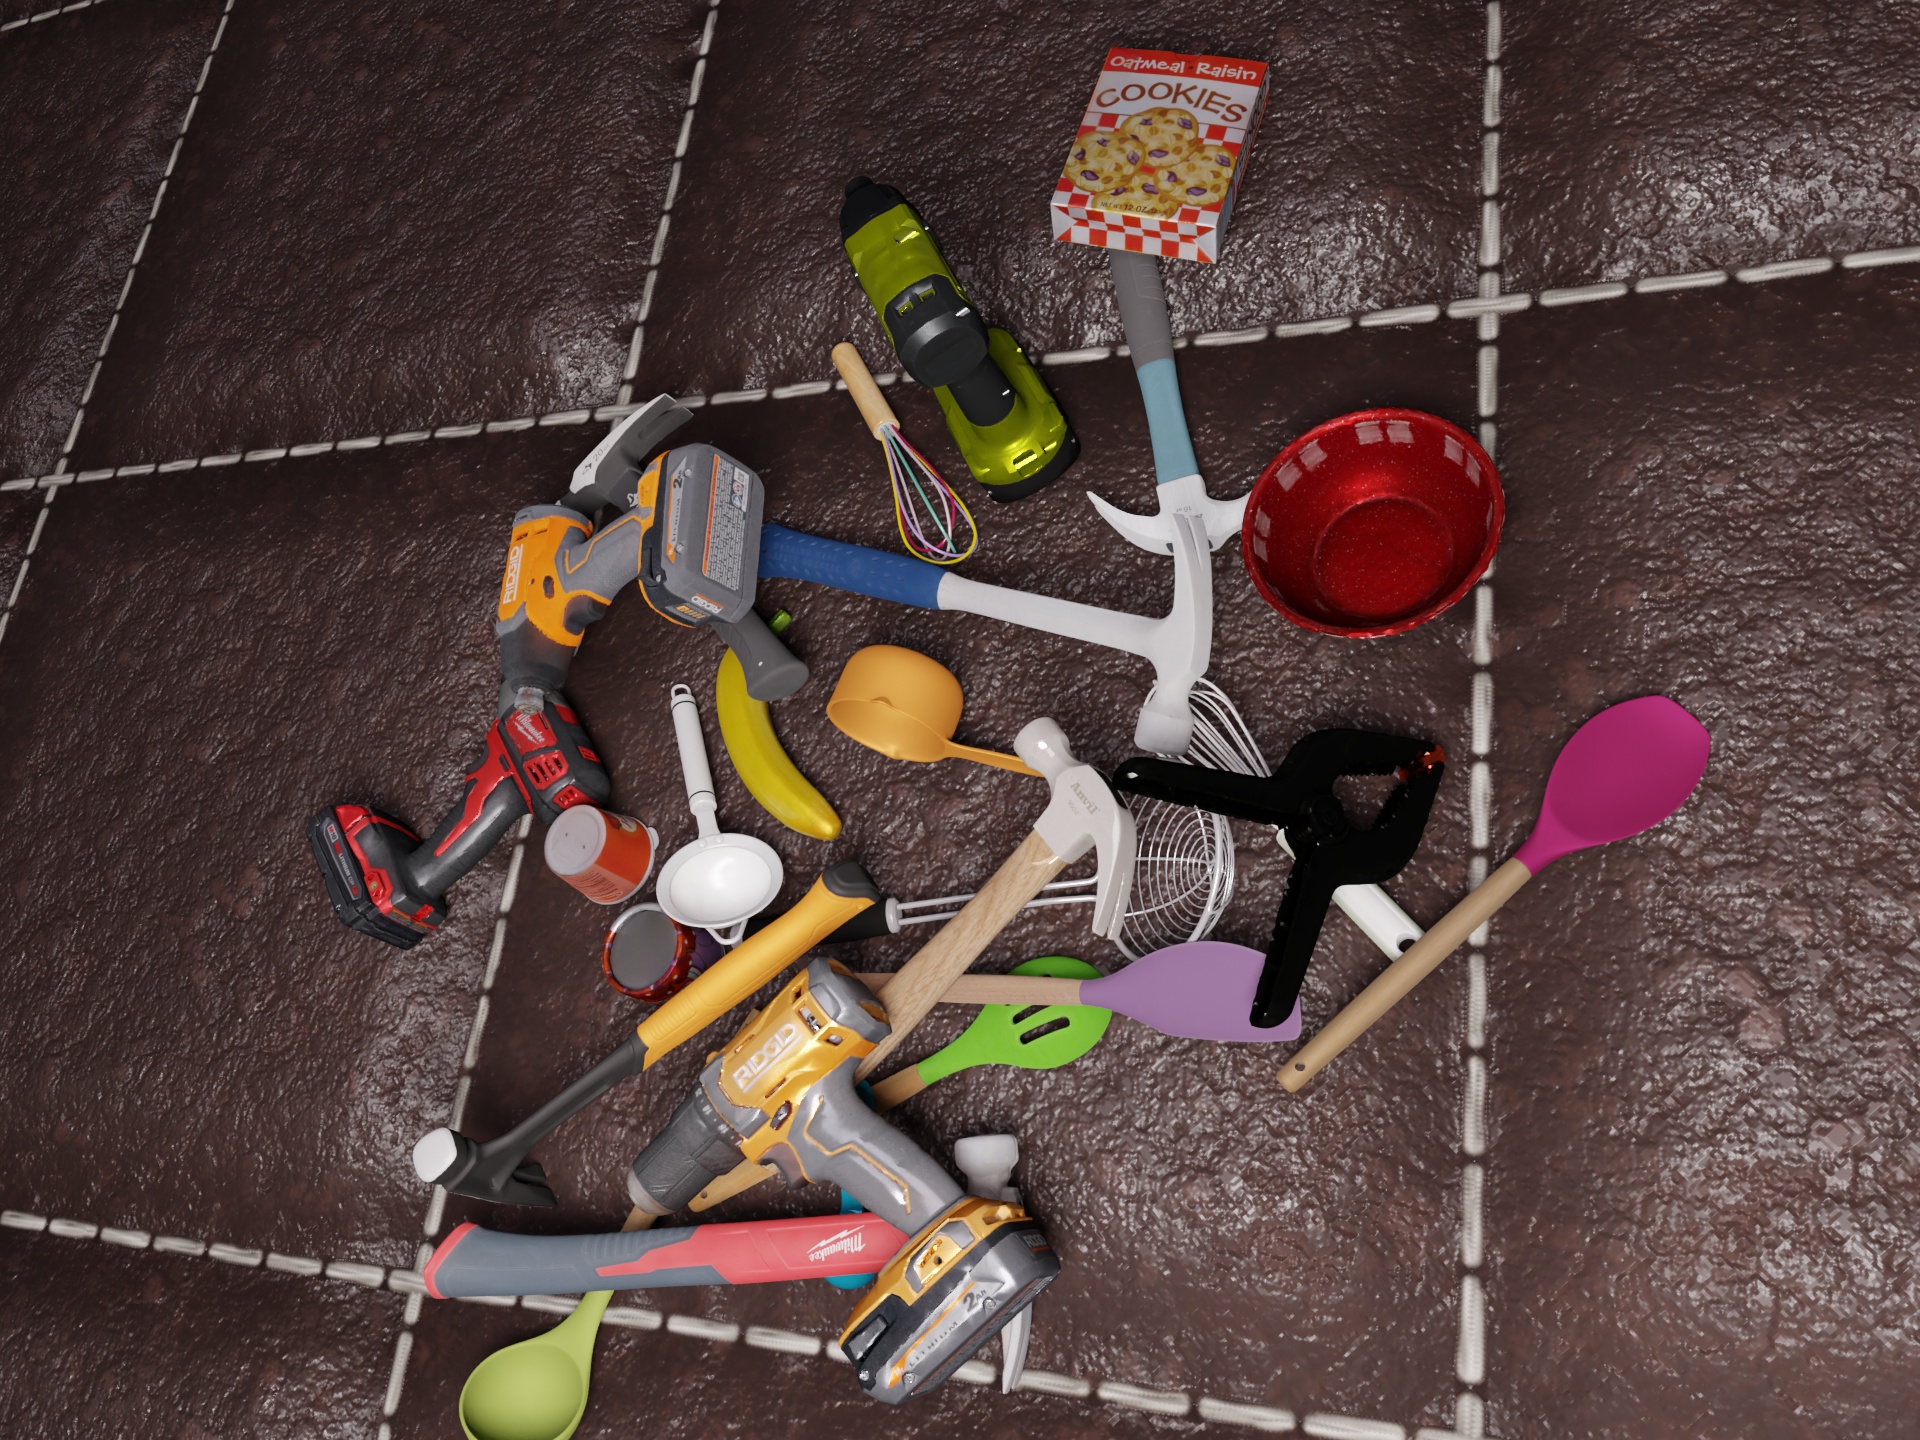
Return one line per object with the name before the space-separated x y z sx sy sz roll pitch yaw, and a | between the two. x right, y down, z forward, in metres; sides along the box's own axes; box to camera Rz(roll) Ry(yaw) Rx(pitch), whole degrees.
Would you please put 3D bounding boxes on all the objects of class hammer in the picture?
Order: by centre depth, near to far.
hammer | -0.148 0.342 0.971 0.386 0.038 0.143 -9 73 13
hammer | -0.019 0.158 0.973 0.331 0.031 0.130 -48 55 13
hammer | -0.189 0.205 1.039 0.337 0.127 0.034 -38 57 5
hammer | 0.000 -0.092 1.083 0.406 0.035 0.144 17 100 41
hammer | 0.140 -0.264 1.143 0.128 0.033 0.331 -16 63 17
hammer | -0.204 -0.124 1.208 0.146 0.035 0.335 -48 51 7

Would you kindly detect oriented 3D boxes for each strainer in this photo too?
strainer | -0.181 0.067 1.134 0.087 0.050 0.259 -12 49 -8

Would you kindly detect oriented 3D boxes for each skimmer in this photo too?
skimmer | 0.001 0.109 1.012 0.363 0.090 0.127 -11 69 20

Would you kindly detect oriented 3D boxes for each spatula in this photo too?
spatula | 0.051 0.162 0.967 0.316 0.018 0.060 -4 98 28

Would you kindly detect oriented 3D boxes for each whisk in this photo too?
whisk | 0.197 0.059 0.971 0.058 0.059 0.247 -42 63 2
whisk | -0.052 -0.205 1.200 0.047 0.051 0.245 -36 55 13

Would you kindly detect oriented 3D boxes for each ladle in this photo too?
ladle | -0.217 0.330 1.039 0.078 0.062 0.320 25 78 23

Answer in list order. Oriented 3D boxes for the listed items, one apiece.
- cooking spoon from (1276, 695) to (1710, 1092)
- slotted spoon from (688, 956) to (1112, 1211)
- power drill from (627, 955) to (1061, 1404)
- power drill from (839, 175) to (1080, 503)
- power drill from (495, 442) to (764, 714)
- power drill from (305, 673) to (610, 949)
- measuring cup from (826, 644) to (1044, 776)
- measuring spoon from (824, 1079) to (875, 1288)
cooking spoon | 0.300 0.100 0.903 0.319 0.017 0.069 -41 68 -5
slotted spoon | -0.045 0.240 1.016 0.314 0.031 0.070 -31 61 11
power drill | -0.076 0.276 0.910 0.185 0.084 0.226 -44 66 3
power drill | -0.005 -0.262 1.095 0.080 0.223 0.171 -31 60 10
power drill | -0.252 -0.098 1.159 0.226 0.084 0.164 -14 63 35
power drill | -0.382 0.061 1.219 0.219 0.078 0.143 -37 59 3
measuring cup | -0.002 -0.003 1.079 0.173 0.095 0.052 15 68 9
measuring spoon | -0.070 0.289 0.992 0.042 0.021 0.129 1 83 21
